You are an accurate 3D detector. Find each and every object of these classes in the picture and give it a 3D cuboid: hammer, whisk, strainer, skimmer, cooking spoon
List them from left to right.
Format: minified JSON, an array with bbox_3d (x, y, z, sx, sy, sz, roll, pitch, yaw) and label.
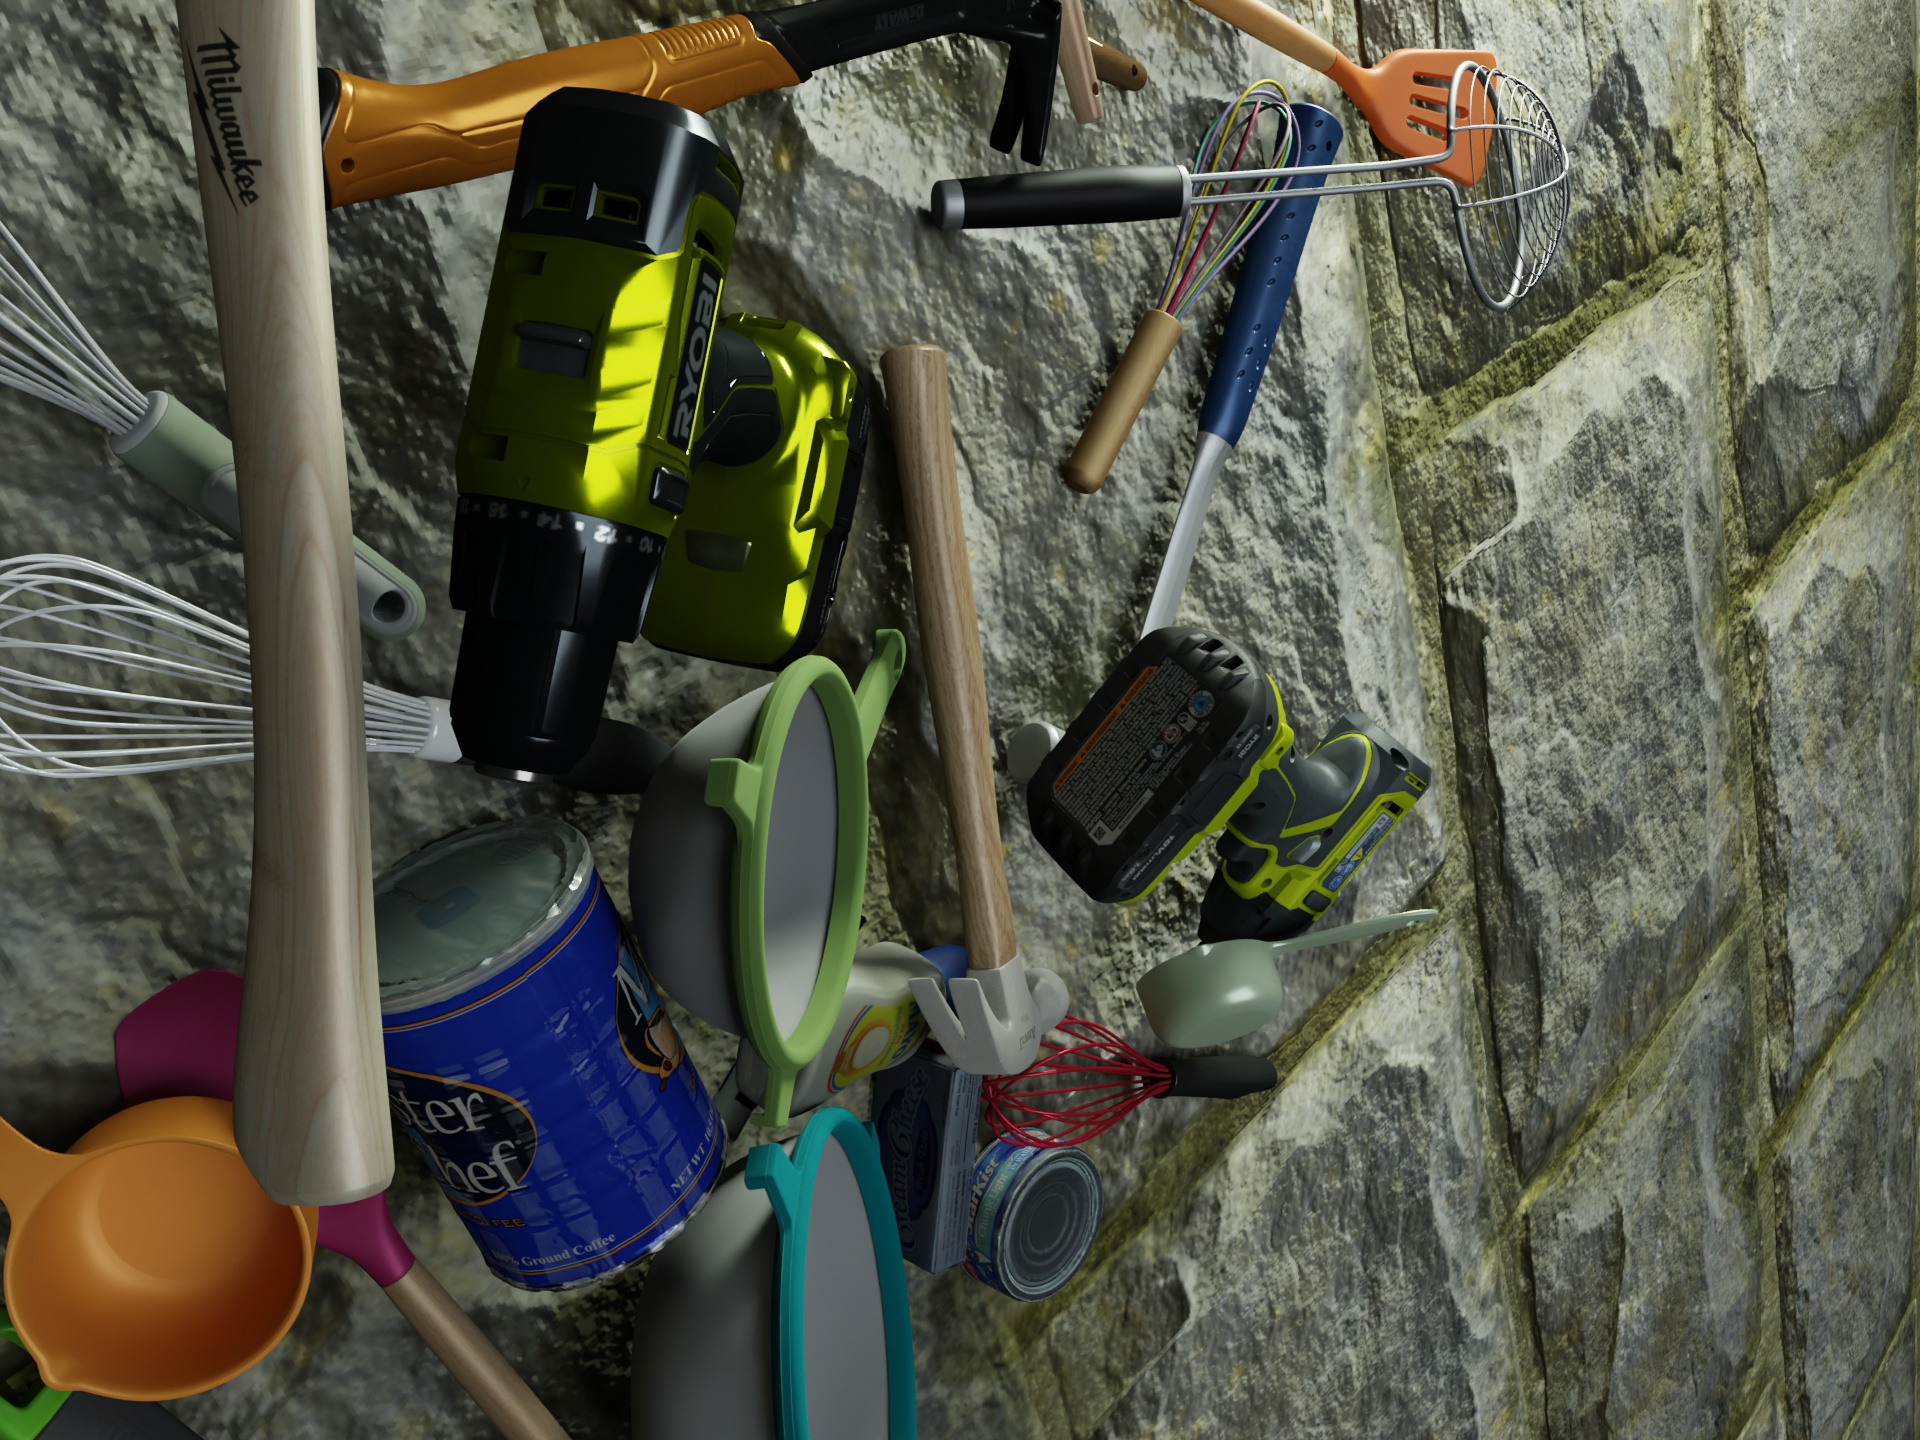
[{"bbox_3d":[-0.257,-0.096,0.485,0.058,0.059,0.246,-53,135,-8],"label":"whisk"},{"bbox_3d":[-0.182,-0.070,0.448,0.038,0.146,0.410,-7,94,-64],"label":"hammer"},{"bbox_3d":[-0.210,-0.001,0.547,0.284,0.070,0.070,14,89,-50],"label":"whisk"},{"bbox_3d":[-0.192,0.220,0.585,0.069,0.017,0.318,-33,109,-9],"label":"cooking spoon"},{"bbox_3d":[-0.091,-0.243,0.605,0.337,0.034,0.127,-28,138,-31],"label":"hammer"},{"bbox_3d":[-0.078,0.335,0.648,0.211,0.095,0.340,53,31,-76],"label":"strainer"},{"bbox_3d":[-0.075,0.025,0.632,0.256,0.069,0.151,-72,162,-60],"label":"strainer"},{"bbox_3d":[-0.001,-0.002,0.719,0.130,0.031,0.331,-19,102,-70],"label":"hammer"},{"bbox_3d":[0.099,0.198,0.883,0.295,0.073,0.073,14,88,-50],"label":"whisk"},{"bbox_3d":[0.112,-0.227,0.822,0.245,0.051,0.047,-62,167,-9],"label":"whisk"},{"bbox_3d":[0.138,-0.139,0.867,0.144,0.035,0.405,24,81,-44],"label":"hammer"},{"bbox_3d":[0.153,-0.259,0.794,0.363,0.090,0.127,-9,96,-16],"label":"skimmer"}]

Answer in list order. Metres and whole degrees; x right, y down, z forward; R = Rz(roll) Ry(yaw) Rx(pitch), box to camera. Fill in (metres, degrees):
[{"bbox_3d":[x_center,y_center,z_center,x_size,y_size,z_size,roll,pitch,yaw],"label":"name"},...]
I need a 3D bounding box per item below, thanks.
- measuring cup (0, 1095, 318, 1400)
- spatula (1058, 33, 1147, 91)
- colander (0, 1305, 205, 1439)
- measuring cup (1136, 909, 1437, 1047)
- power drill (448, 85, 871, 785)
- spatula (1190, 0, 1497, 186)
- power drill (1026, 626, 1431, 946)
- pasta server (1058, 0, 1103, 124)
[{"bbox_3d":[-0.284,0.139,0.506,0.173,0.052,0.095,44,85,-16],"label":"measuring cup"},{"bbox_3d":[-0.021,-0.321,0.688,0.317,0.044,0.082,-2,99,-49],"label":"spatula"},{"bbox_3d":[-0.222,0.355,0.580,0.396,0.094,0.205,51,31,-18],"label":"colander"},{"bbox_3d":[0.180,0.138,0.856,0.083,0.167,0.038,68,8,-62],"label":"measuring cup"},{"bbox_3d":[-0.099,-0.076,0.533,0.228,0.080,0.190,5,97,-82],"label":"power drill"},{"bbox_3d":[0.195,-0.373,0.874,0.322,0.041,0.081,3,97,-44],"label":"spatula"},{"bbox_3d":[0.140,0.053,0.828,0.171,0.080,0.223,-52,140,10],"label":"power drill"},{"bbox_3d":[0.010,-0.415,0.678,0.060,0.040,0.316,-36,119,-34],"label":"pasta server"}]
